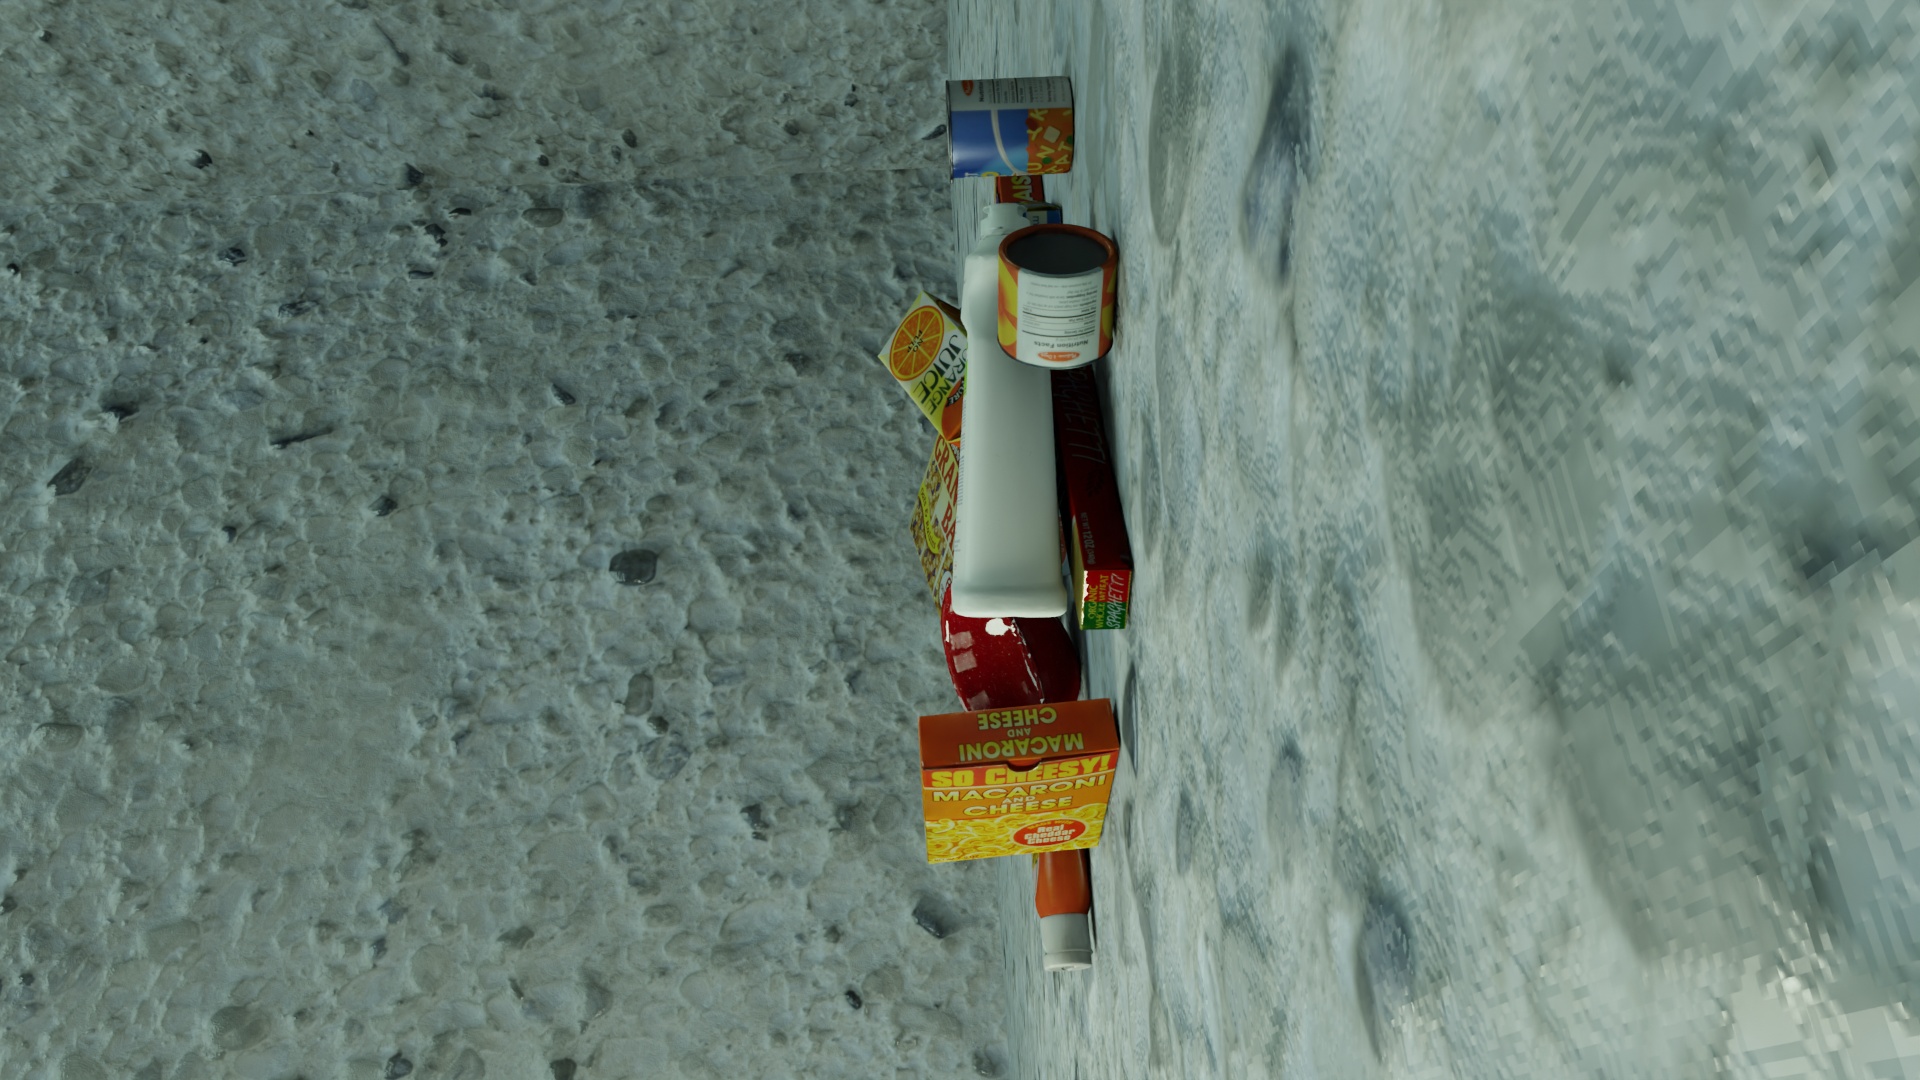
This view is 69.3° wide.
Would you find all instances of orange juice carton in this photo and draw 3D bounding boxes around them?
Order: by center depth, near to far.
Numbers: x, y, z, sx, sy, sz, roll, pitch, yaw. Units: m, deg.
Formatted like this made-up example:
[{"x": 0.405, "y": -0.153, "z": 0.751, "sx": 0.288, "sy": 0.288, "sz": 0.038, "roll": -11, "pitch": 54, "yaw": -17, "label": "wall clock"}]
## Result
[{"x": 0.012, "y": -0.125, "z": 1.150, "sx": 0.073, "sy": 0.072, "sz": 0.193, "roll": -54, "pitch": 42, "yaw": 16, "label": "orange juice carton"}]

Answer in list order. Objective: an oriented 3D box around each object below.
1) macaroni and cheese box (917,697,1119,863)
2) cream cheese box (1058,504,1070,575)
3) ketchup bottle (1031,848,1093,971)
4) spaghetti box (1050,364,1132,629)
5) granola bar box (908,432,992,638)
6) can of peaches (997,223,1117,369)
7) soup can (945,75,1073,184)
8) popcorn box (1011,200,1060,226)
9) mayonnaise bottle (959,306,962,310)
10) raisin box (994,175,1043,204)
[{"x": 0.036, "y": 0.163, "z": 0.919, "sx": 0.165, "sy": 0.124, "sz": 0.040, "roll": 90, "pitch": 174, "yaw": -58, "label": "macaroni and cheese box"}, {"x": 0.073, "y": -0.007, "z": 1.092, "sx": 0.104, "sy": 0.024, "sz": 0.053, "roll": -101, "pitch": 9, "yaw": -80, "label": "cream cheese box"}, {"x": 0.077, "y": 0.253, "z": 1.072, "sx": 0.064, "sy": 0.043, "sz": 0.149, "roll": 91, "pitch": 176, "yaw": -65, "label": "ketchup bottle"}, {"x": 0.074, "y": -0.050, "z": 0.864, "sx": 0.251, "sy": 0.029, "sz": 0.049, "roll": -95, "pitch": 3, "yaw": -48, "label": "spaghetti box"}, {"x": 0.004, "y": -0.015, "z": 1.183, "sx": 0.166, "sy": 0.039, "sz": 0.123, "roll": -111, "pitch": 33, "yaw": -52, "label": "granola bar box"}, {"x": 0.053, "y": -0.138, "z": 0.774, "sx": 0.071, "sy": 0.071, "sz": 0.057, "roll": -95, "pitch": 3, "yaw": -51, "label": "can of peaches"}, {"x": 0.033, "y": -0.282, "z": 0.958, "sx": 0.071, "sy": 0.084, "sz": 0.071, "roll": -167, "pitch": 74, "yaw": -89, "label": "soup can"}, {"x": 0.057, "y": -0.198, "z": 1.082, "sx": 0.085, "sy": 0.038, "sz": 0.126, "roll": -101, "pitch": 8, "yaw": -74, "label": "popcorn box"}, {"x": 0.035, "y": -0.143, "z": 1.256, "sx": 0.065, "sy": 0.041, "sz": 0.148, "roll": 0, "pitch": -108, "yaw": -74, "label": "mayonnaise bottle"}, {"x": 0.049, "y": -0.268, "z": 1.215, "sx": 0.122, "sy": 0.040, "sz": 0.086, "roll": 91, "pitch": 177, "yaw": -57, "label": "raisin box"}]
